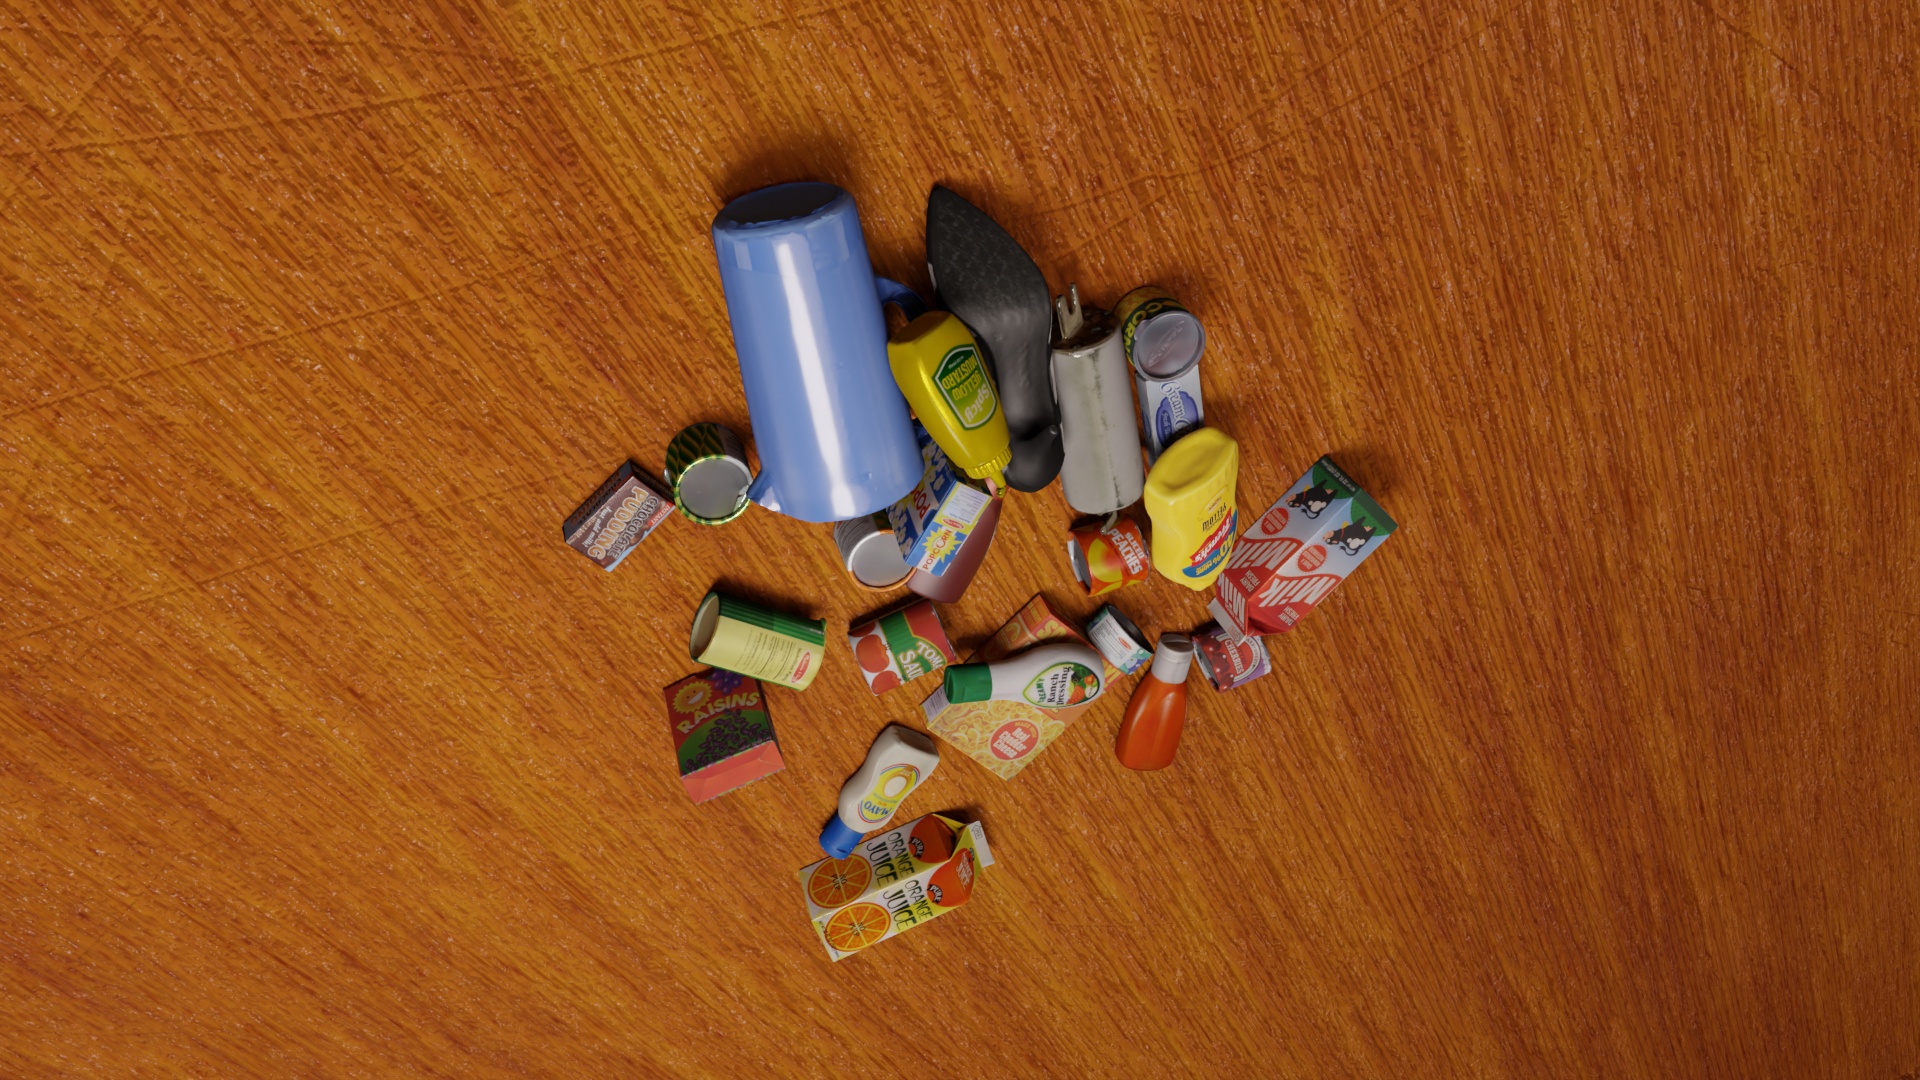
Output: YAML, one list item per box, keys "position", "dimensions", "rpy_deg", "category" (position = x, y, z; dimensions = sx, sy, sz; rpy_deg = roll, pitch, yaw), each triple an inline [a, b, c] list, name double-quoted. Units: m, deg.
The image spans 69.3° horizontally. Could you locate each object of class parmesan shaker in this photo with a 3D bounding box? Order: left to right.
- position: [-0.179, 0.086, 1.229]
  dimensions: [0.103, 0.071, 0.071]
  rpy_deg: [20, 112, -28]
  category: "parmesan shaker"

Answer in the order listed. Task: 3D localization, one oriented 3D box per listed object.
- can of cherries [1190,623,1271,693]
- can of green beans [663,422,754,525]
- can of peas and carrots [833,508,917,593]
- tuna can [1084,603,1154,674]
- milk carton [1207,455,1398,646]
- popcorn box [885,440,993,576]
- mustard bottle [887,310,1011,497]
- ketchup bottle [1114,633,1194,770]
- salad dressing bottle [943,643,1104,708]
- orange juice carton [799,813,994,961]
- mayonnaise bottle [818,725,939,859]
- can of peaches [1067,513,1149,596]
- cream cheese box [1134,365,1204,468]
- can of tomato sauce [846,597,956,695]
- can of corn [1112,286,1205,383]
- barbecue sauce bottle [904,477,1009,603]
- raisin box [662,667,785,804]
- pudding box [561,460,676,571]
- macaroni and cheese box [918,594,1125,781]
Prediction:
- position: [0.273, 0.114, 1.402]
  dimensions: [0.058, 0.072, 0.071]
  rpy_deg: [-24, 125, -3]
  category: "can of cherries"
- position: [-0.205, -0.054, 1.136]
  dimensions: [0.071, 0.058, 0.071]
  rpy_deg: [-9, 123, -14]
  category: "can of green beans"
- position: [-0.071, 0.005, 1.219]
  dimensions: [0.071, 0.059, 0.070]
  rpy_deg: [-9, 124, -14]
  category: "can of peas and carrots"
- position: [0.155, 0.096, 1.354]
  dimensions: [0.032, 0.071, 0.071]
  rpy_deg: [-45, 124, 12]
  category: "tuna can"
- position: [0.323, 0.018, 1.358]
  dimensions: [0.190, 0.072, 0.073]
  rpy_deg: [-46, 124, 12]
  category: "milk carton"
- position: [-0.023, -0.039, 1.167]
  dimensions: [0.038, 0.127, 0.085]
  rpy_deg: [24, 111, -25]
  category: "popcorn box"
- position: [0.003, -0.099, 1.076]
  dimensions: [0.065, 0.049, 0.159]
  rpy_deg: [-43, 119, -25]
  category: "mustard bottle"
- position: [0.205, 0.167, 1.427]
  dimensions: [0.065, 0.044, 0.148]
  rpy_deg: [0, 120, -20]
  category: "ketchup bottle"
- position: [0.059, 0.130, 1.302]
  dimensions: [0.148, 0.044, 0.064]
  rpy_deg: [-3, 122, -15]
  category: "salad dressing bottle"
- position: [-0.061, 0.348, 1.429]
  dimensions: [0.193, 0.073, 0.071]
  rpy_deg: [-22, 125, -5]
  category: "orange juice carton"
- position: [-0.086, 0.252, 1.379]
  dimensions: [0.065, 0.041, 0.147]
  rpy_deg: [27, 108, -32]
  category: "mayonnaise bottle"
- position: [0.137, 0.014, 1.292]
  dimensions: [0.058, 0.071, 0.071]
  rpy_deg: [-16, 125, -8]
  category: "can of peaches"
- position: [0.193, -0.113, 1.260]
  dimensions: [0.053, 0.024, 0.103]
  rpy_deg: [-20, 125, -8]
  category: "cream cheese box"
- position: [-0.053, 0.098, 1.277]
  dimensions: [0.083, 0.071, 0.071]
  rpy_deg: [-24, 126, -3]
  category: "can of tomato sauce"
- position: [0.166, -0.178, 1.189]
  dimensions: [0.071, 0.058, 0.070]
  rpy_deg: [-9, 123, -14]
  category: "can of corn"
- position: [0.004, -0.016, 1.243]
  dimensions: [0.065, 0.044, 0.148]
  rpy_deg: [20, 112, -29]
  category: "barbecue sauce bottle"
- position: [-0.211, 0.165, 1.230]
  dimensions: [0.086, 0.124, 0.040]
  rpy_deg: [-22, 127, -5]
  category: "raisin box"
- position: [-0.282, -0.020, 1.148]
  dimensions: [0.083, 0.030, 0.049]
  rpy_deg: [-42, 126, 9]
  category: "pudding box"
- position: [0.061, 0.146, 1.366]
  dimensions: [0.166, 0.040, 0.123]
  rpy_deg: [-44, 124, 11]
  category: "macaroni and cheese box"
